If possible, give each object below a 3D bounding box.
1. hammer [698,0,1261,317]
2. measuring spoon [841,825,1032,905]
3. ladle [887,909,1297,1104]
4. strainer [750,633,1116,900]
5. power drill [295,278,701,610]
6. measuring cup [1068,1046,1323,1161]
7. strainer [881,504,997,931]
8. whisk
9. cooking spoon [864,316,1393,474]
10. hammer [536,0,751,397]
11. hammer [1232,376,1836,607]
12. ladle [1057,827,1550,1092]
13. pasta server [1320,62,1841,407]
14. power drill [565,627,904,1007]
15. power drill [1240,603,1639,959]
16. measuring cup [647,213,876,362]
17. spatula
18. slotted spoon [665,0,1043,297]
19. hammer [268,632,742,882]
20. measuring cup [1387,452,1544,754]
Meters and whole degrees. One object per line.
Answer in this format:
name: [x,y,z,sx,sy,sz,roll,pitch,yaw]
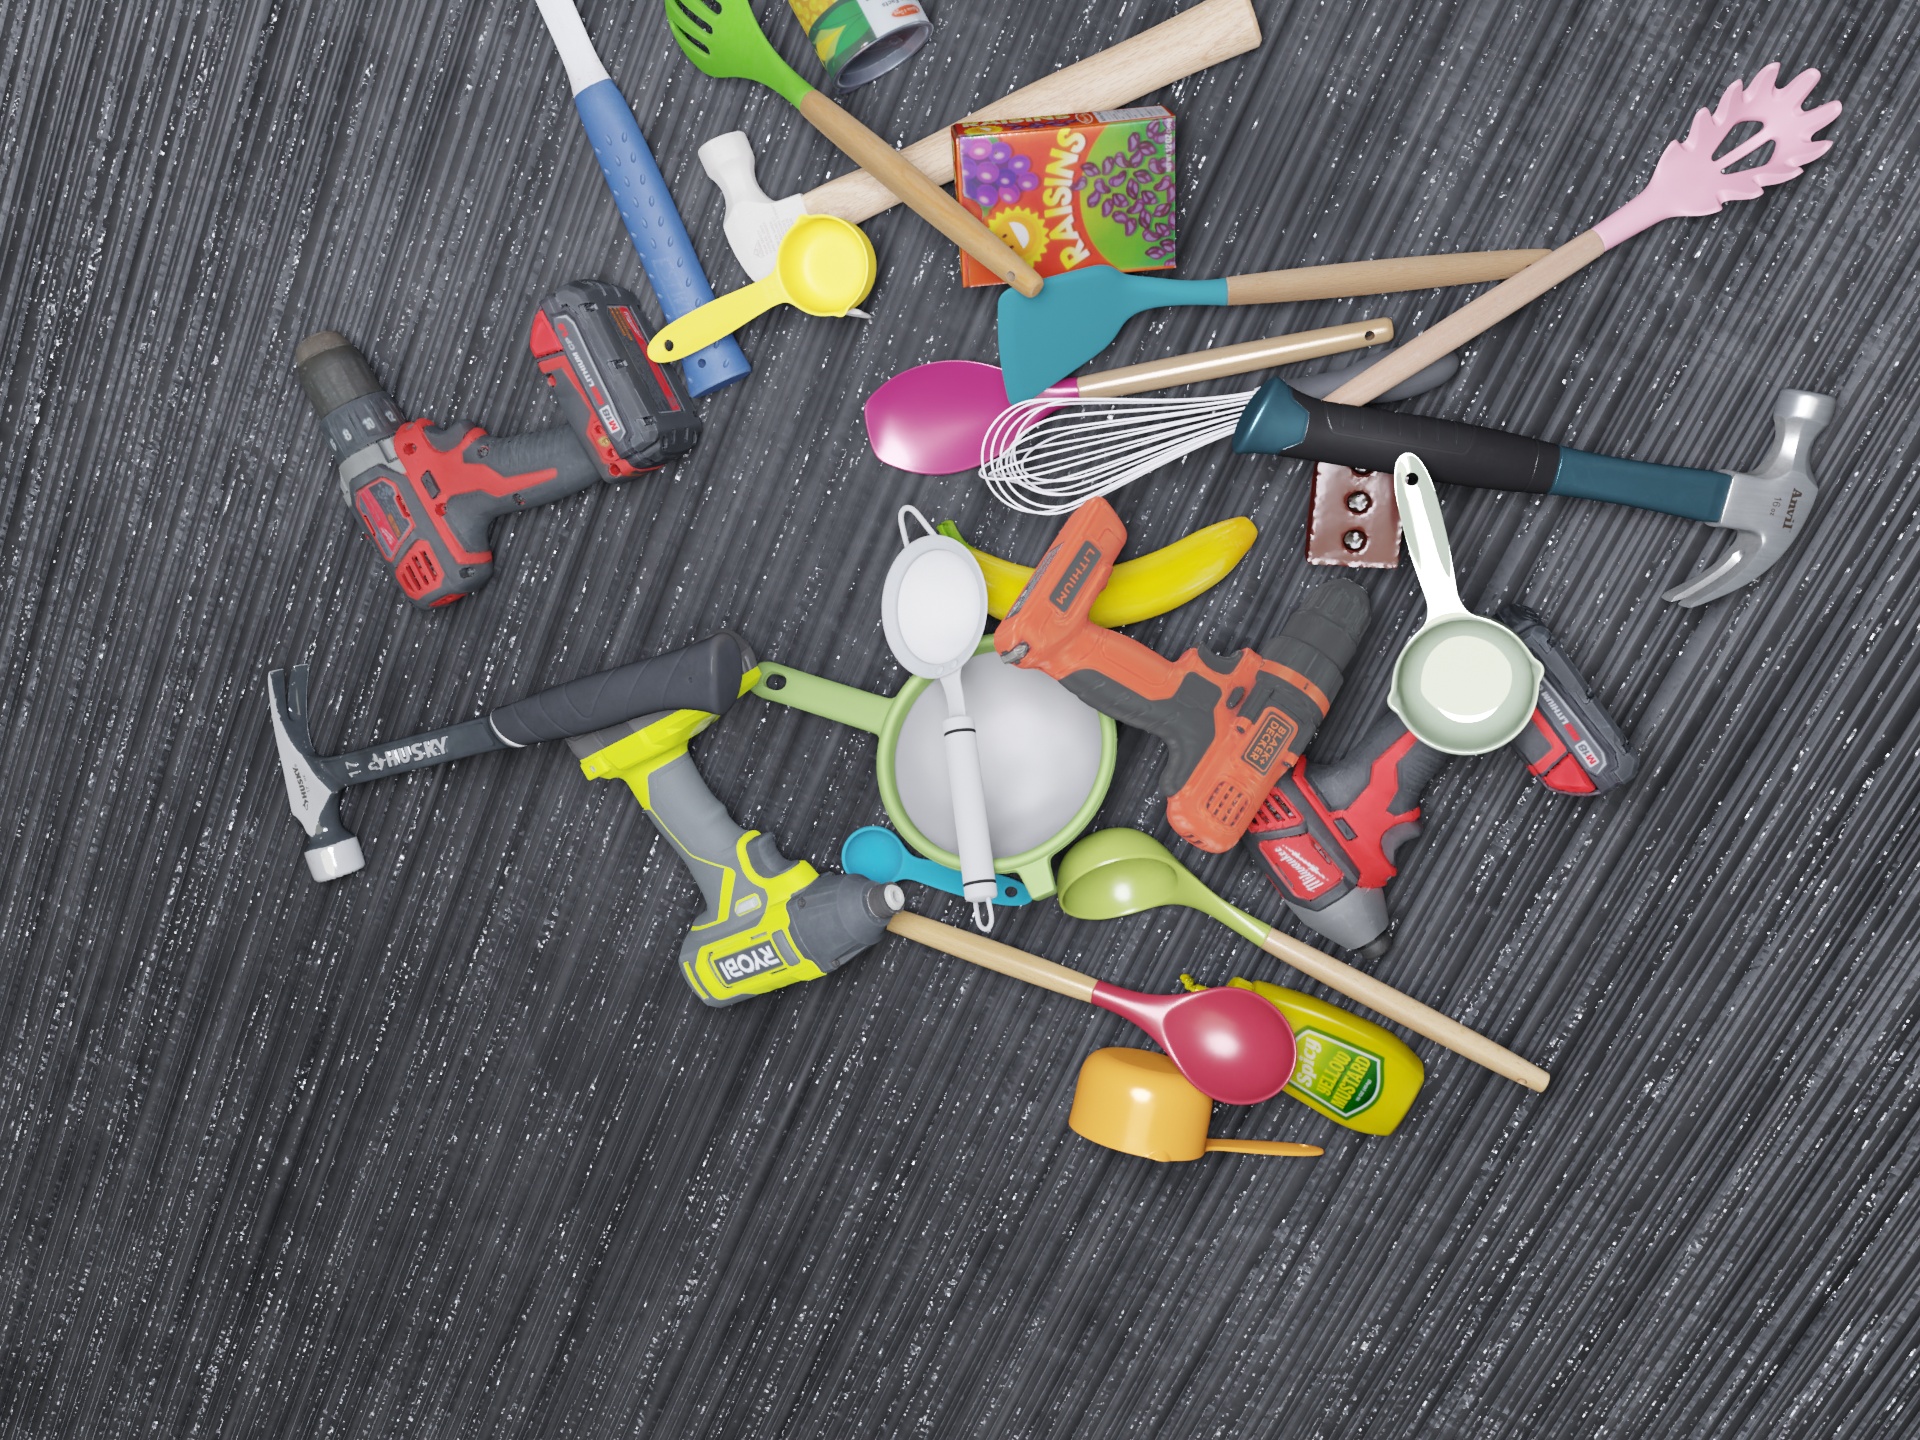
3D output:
hammer: [0.015,-0.340,0.934,0.331,0.031,0.130,-20,98,13]
measuring spoon: [-0.014,0.098,1.045,0.128,0.021,0.042,15,105,-3]
ladle: [0.060,0.165,1.009,0.315,0.031,0.069,18,83,19]
strainer: [-0.017,0.013,1.003,0.256,0.069,0.151,17,79,25]
power drill: [-0.300,-0.194,1.001,0.226,0.080,0.188,-25,96,17]
measuring cup: [0.157,0.247,1.021,0.173,0.095,0.052,9,91,-13]
strainer: [-0.001,-0.003,0.942,0.087,0.050,0.259,-21,70,41]
whisk: [0.149,-0.176,0.924,0.284,0.070,0.070,-13,100,3]
cooking spoon: [0.097,-0.203,0.956,0.319,0.017,0.068,-9,109,12]
hammer: [-0.222,-0.395,0.962,0.144,0.035,0.405,-22,98,14]
hammer: [0.315,-0.143,0.884,0.331,0.033,0.128,8,103,-7]
ladle: [0.208,0.155,0.977,0.320,0.062,0.078,27,143,8]
pasta server: [0.328,-0.251,0.874,0.316,0.040,0.060,-32,86,6]
power drill: [-0.143,0.063,1.010,0.171,0.080,0.223,-24,99,33]
power drill: [0.278,0.042,0.949,0.219,0.078,0.143,-35,93,18]
measuring cup: [-0.119,-0.251,0.950,0.156,0.029,0.062,-20,99,23]
spatula: [0.179,-0.239,0.907,0.317,0.044,0.082,-5,140,3]
slotted spoon: [-0.068,-0.338,0.901,0.314,0.031,0.070,44,137,15]
hammer: [-0.297,0.003,1.000,0.409,0.036,0.149,-13,96,32]
measuring cup: [0.266,-0.065,0.872,0.083,0.038,0.167,-14,92,22]
